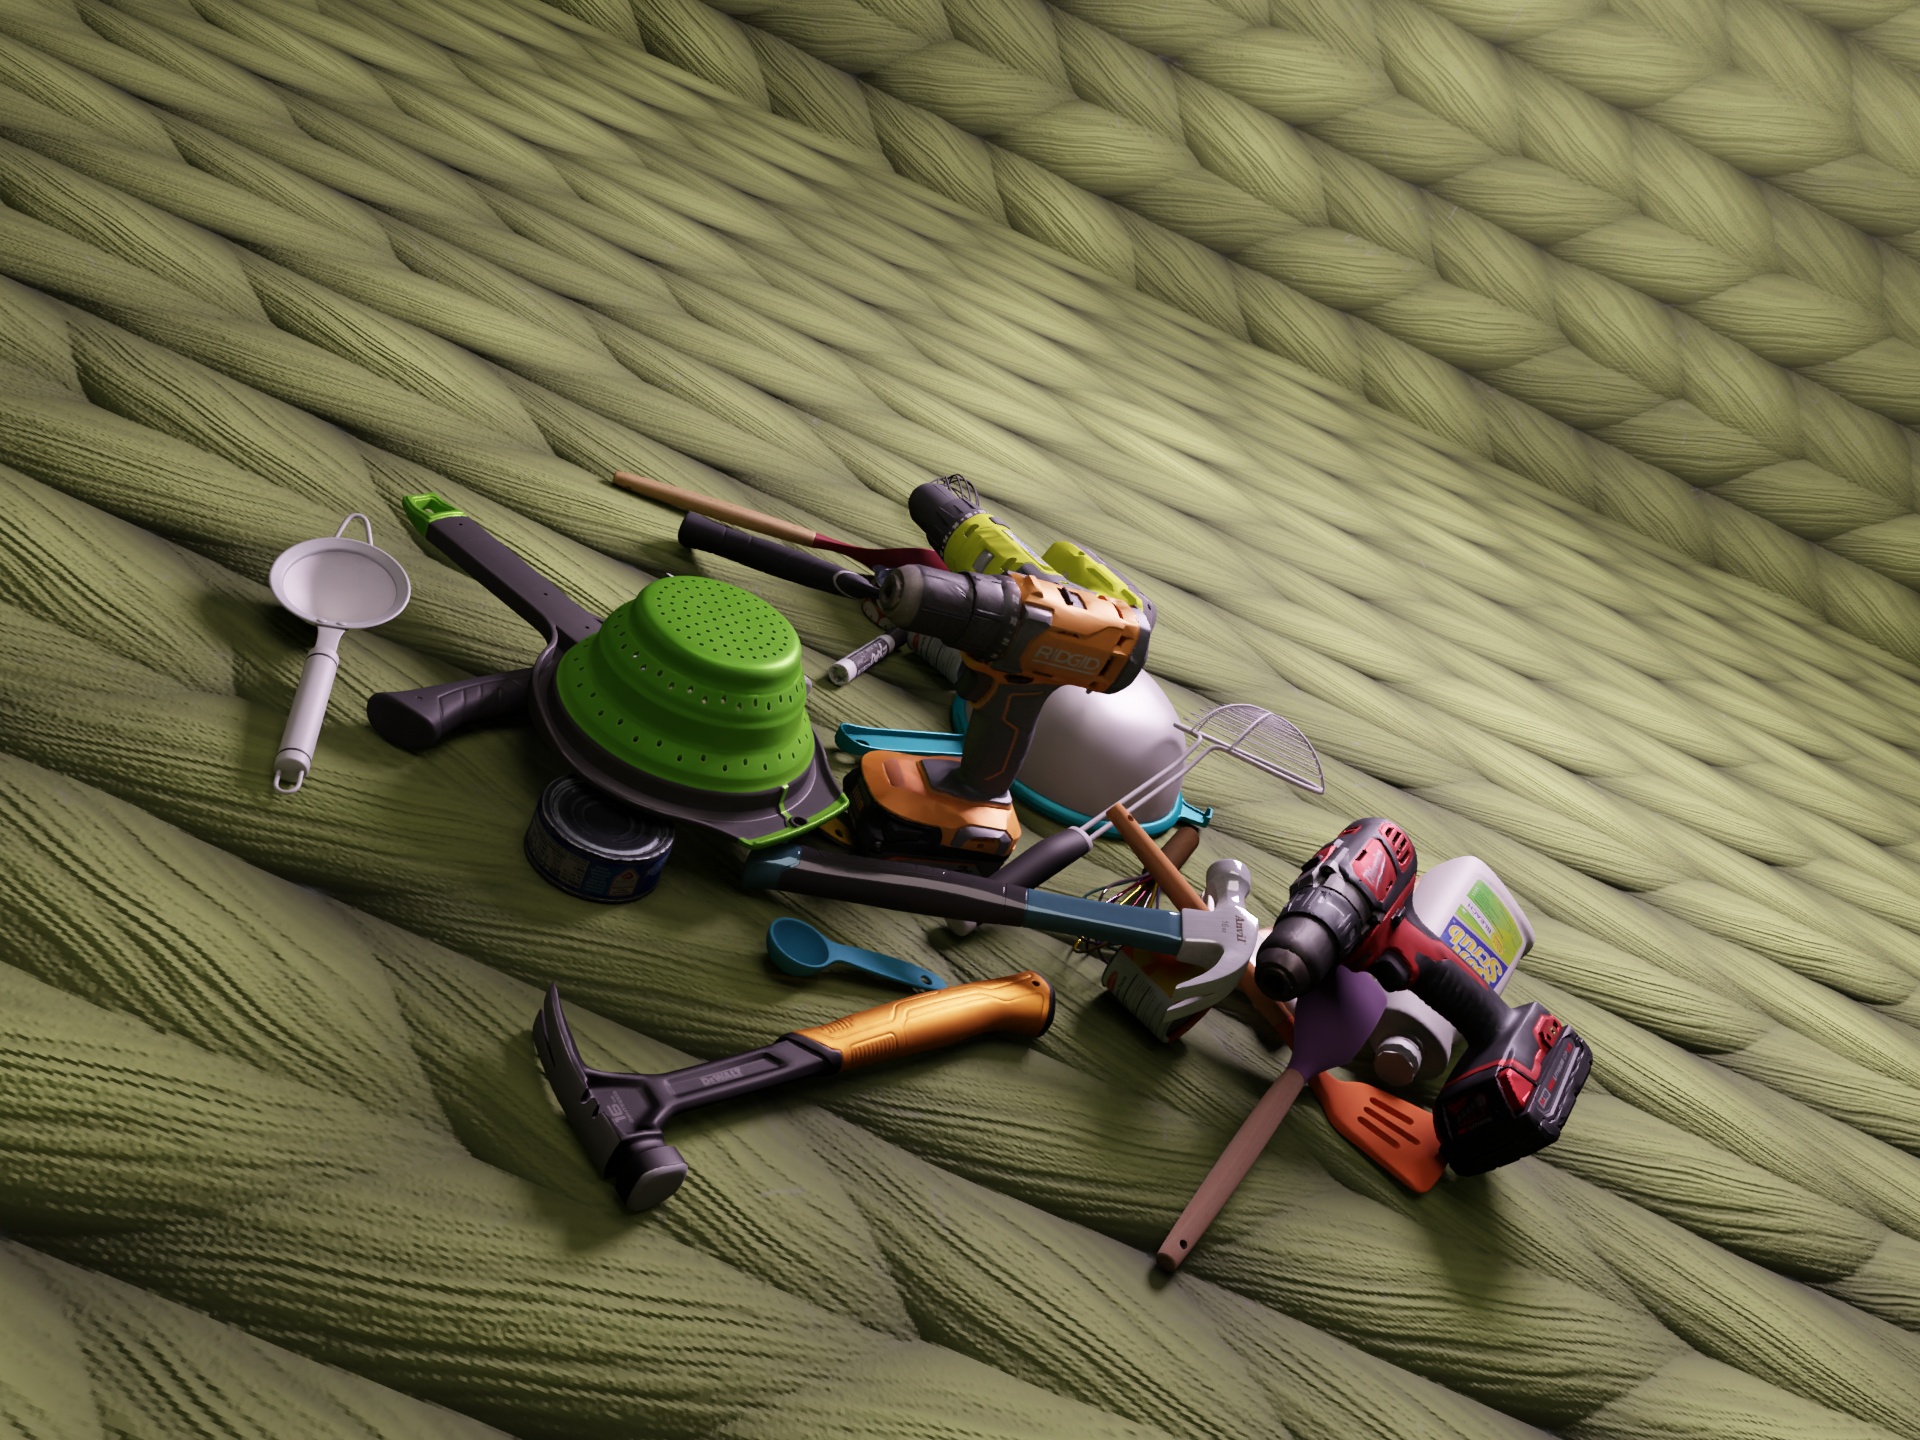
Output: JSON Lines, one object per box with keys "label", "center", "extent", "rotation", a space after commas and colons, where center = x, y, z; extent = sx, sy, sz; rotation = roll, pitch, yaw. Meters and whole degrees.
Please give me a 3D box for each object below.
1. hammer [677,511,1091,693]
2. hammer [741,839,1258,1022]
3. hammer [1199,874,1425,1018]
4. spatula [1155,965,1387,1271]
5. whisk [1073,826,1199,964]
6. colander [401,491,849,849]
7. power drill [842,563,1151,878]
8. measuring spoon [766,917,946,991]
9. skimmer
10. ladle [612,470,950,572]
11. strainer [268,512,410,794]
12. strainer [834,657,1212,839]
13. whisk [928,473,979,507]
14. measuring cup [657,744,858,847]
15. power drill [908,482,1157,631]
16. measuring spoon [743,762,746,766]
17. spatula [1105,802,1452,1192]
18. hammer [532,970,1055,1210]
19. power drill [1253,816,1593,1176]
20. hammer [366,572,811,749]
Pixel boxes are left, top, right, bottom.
{"label": "hammer", "center": [-0.067, -0.102, 1.255], "extent": [0.409, 0.036, 0.149], "rotation": [20, -3, 31]}
{"label": "hammer", "center": [0.027, 0.116, 1.016], "extent": [0.331, 0.033, 0.128], "rotation": [10, 39, -2]}
{"label": "hammer", "center": [0.298, 0.159, 1.260], "extent": [0.331, 0.031, 0.130], "rotation": [-7, 43, -47]}
{"label": "spatula", "center": [0.197, 0.236, 0.995], "extent": [0.060, 0.018, 0.316], "rotation": [49, 42, 4]}
{"label": "whisk", "center": [0.134, 0.123, 1.175], "extent": [0.051, 0.047, 0.245], "rotation": [38, 25, 10]}
{"label": "colander", "center": [-0.230, -0.075, 1.059], "extent": [0.397, 0.094, 0.204], "rotation": [37, 30, 20]}
{"label": "power drill", "center": [-0.002, -0.003, 1.059], "extent": [0.185, 0.226, 0.084], "rotation": [12, 35, -30]}
{"label": "measuring spoon", "center": [-0.066, 0.154, 0.978], "extent": [0.128, 0.021, 0.042], "rotation": [22, 26, -29]}
{"label": "skimmer", "center": [0.130, 0.082, 1.167], "extent": [0.363, 0.090, 0.127], "rotation": [-30, 42, -33]}
{"label": "ladle", "center": [-0.157, -0.172, 1.428], "extent": [0.315, 0.069, 0.031], "rotation": [16, 67, -11]}
{"label": "strainer", "center": [-0.399, -0.040, 0.992], "extent": [0.086, 0.050, 0.259], "rotation": [10, 37, -17]}
{"label": "strainer", "center": [0.056, -0.007, 1.266], "extent": [0.340, 0.095, 0.211], "rotation": [4, 35, -39]}
{"label": "whisk", "center": [0.006, -0.173, 1.567], "extent": [0.055, 0.055, 0.239], "rotation": [13, 35, -24]}
{"label": "measuring cup", "center": [-0.141, 0.049, 1.087], "extent": [0.156, 0.029, 0.062], "rotation": [35, 27, -10]}
{"label": "power drill", "center": [0.064, -0.132, 1.440], "extent": [0.191, 0.080, 0.228], "rotation": [45, 17, 30]}
{"label": "measuring spoon", "center": [-0.139, 0.033, 1.065], "extent": [0.021, 0.011, 0.117], "rotation": [16, 34, -38]}
{"label": "spatula", "center": [0.210, 0.181, 1.082], "extent": [0.323, 0.041, 0.081], "rotation": [51, 37, 6]}
{"label": "hammer", "center": [-0.073, 0.179, 0.902], "extent": [0.336, 0.034, 0.127], "rotation": [-4, 41, -44]}
{"label": "power drill", "center": [0.297, 0.188, 1.051], "extent": [0.227, 0.080, 0.188], "rotation": [51, 43, 4]}
{"label": "hammer", "center": [-0.260, -0.034, 1.105], "extent": [0.146, 0.035, 0.334], "rotation": [40, 30, 22]}
